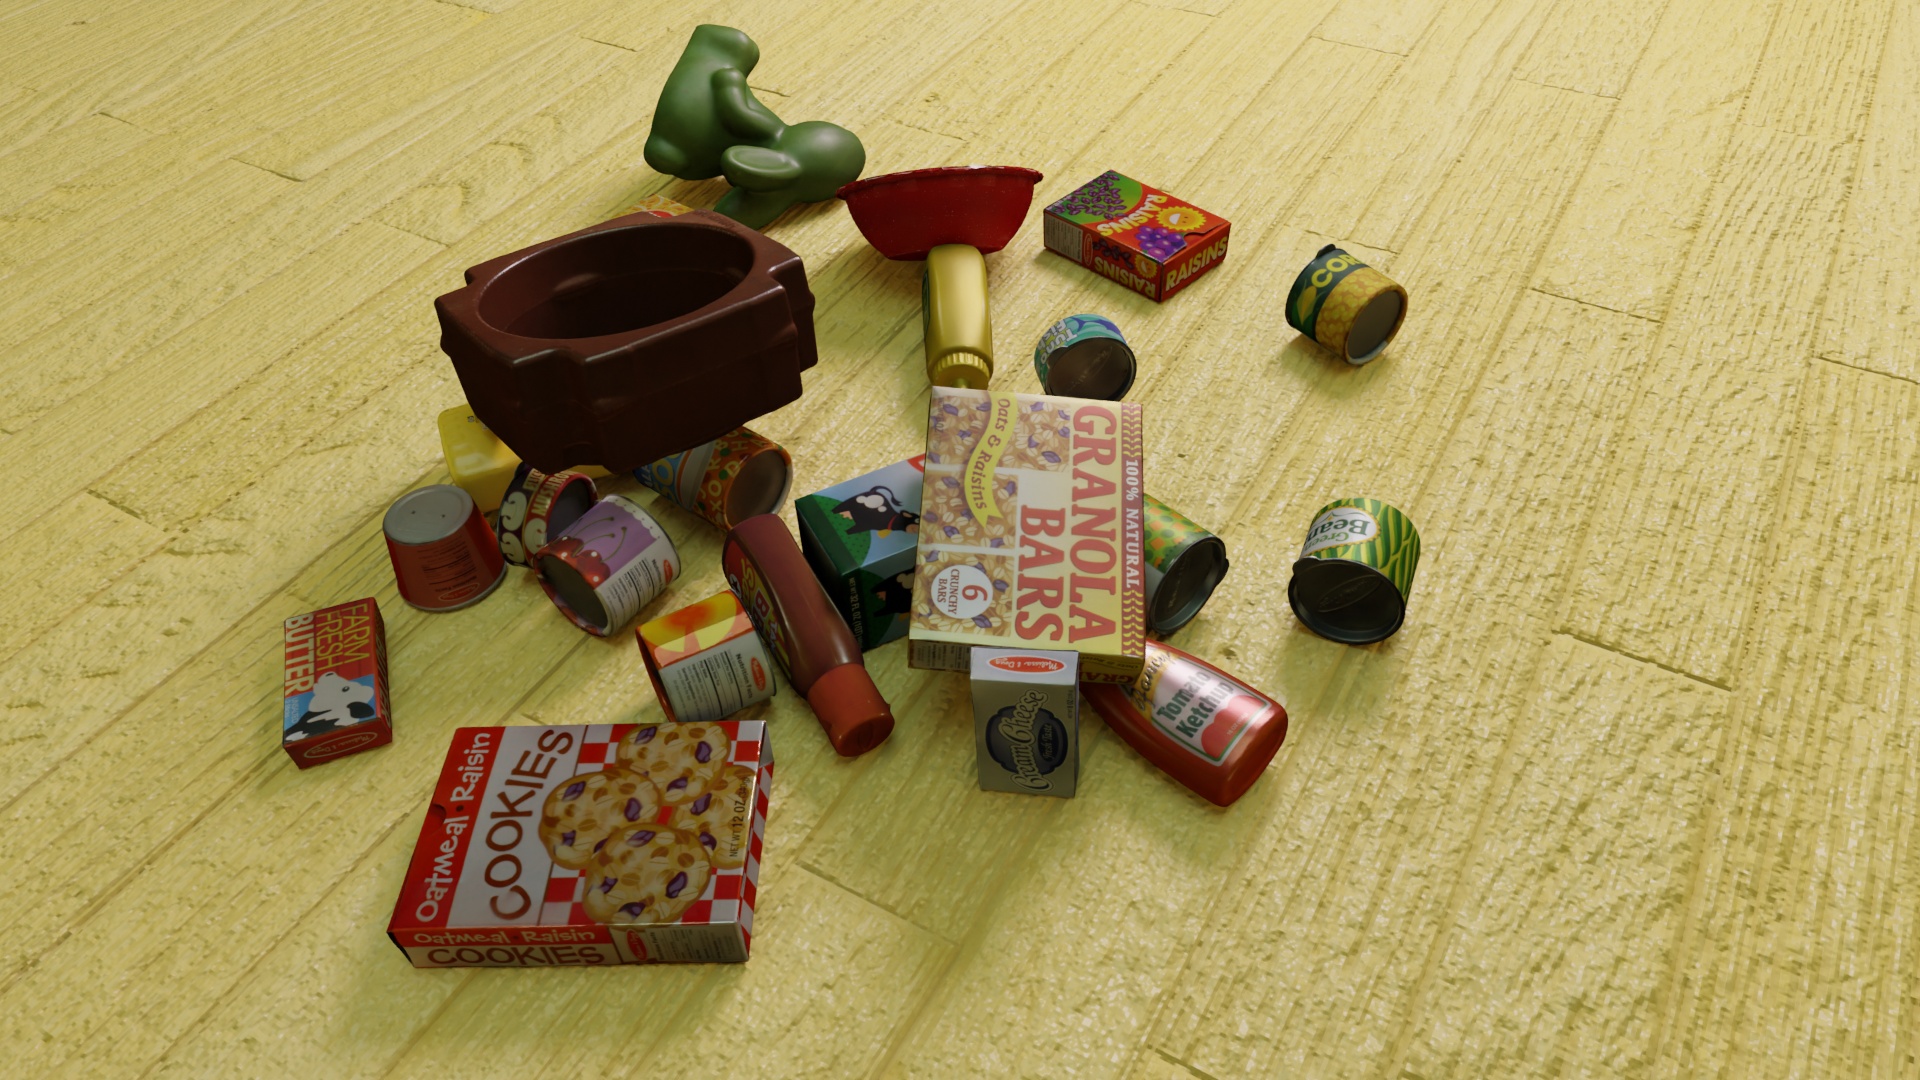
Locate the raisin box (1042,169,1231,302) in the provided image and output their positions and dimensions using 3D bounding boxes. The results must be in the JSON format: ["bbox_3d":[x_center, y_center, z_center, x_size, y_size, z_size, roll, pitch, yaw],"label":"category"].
[{"bbox_3d":[0.139,-0.245,1.106,0.123,0.039,0.086,34,54,31],"label":"raisin box"}]

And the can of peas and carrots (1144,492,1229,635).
[{"bbox_3d":[0.115,0.012,0.820,0.071,0.070,0.059,-33,51,-28],"label":"can of peas and carrots"}]

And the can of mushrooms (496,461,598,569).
[{"bbox_3d":[-0.256,-0.015,0.862,0.033,0.070,0.071,13,46,13],"label":"can of mushrooms"}]

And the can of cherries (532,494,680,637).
[{"bbox_3d":[-0.214,0.014,0.833,0.071,0.071,0.059,25,52,26],"label":"can of cherries"}]

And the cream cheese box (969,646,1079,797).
[{"bbox_3d":[0.034,0.093,0.711,0.053,0.103,0.024,3,48,8],"label":"cream cheese box"}]

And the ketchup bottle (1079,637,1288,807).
[{"bbox_3d":[0.101,0.082,0.762,0.149,0.043,0.065,31,59,31],"label":"ketchup bottle"}]

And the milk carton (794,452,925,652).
[{"bbox_3d":[0.003,-0.011,0.843,0.191,0.072,0.074,-21,47,-18],"label":"milk carton"}]

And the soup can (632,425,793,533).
[{"bbox_3d":[-0.161,-0.048,0.892,0.084,0.071,0.072,28,51,28],"label":"soup can"}]

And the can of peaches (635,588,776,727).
[{"bbox_3d":[-0.143,0.067,0.775,0.058,0.071,0.071,-23,47,-19],"label":"can of peaches"}]

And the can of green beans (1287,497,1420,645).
[{"bbox_3d":[0.229,0.017,0.807,0.071,0.071,0.058,15,46,18],"label":"can of green beans"}]

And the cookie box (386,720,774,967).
[{"bbox_3d":[-0.186,0.151,0.706,0.167,0.040,0.123,-1,44,2],"label":"cookie box"}]

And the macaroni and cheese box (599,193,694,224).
[{"bbox_3d":[-0.253,-0.201,1.079,0.124,0.040,0.167,26,50,27],"label":"macaroni and cheese box"}]

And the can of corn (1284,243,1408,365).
[{"bbox_3d":[0.278,-0.169,0.997,0.071,0.070,0.058,-27,49,-23],"label":"can of corn"}]

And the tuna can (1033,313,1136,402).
[{"bbox_3d":[0.084,-0.122,0.959,0.071,0.070,0.033,-11,43,-8],"label":"tuna can"}]

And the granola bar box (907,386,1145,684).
[{"bbox_3d":[0.038,-0.005,0.767,0.124,0.038,0.166,5,58,-1],"label":"granola bar box"}]

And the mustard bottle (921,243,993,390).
[{"bbox_3d":[-0.002,-0.145,0.993,0.049,0.065,0.161,0,47,-4],"label":"mustard bottle"}]

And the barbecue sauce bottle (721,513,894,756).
[{"bbox_3d":[-0.087,0.055,0.790,0.044,0.064,0.149,-20,55,-23],"label":"barbecue sauce bottle"}]

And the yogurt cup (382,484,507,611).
[{"bbox_3d":[-0.321,0.002,0.860,0.072,0.053,0.073,-2,44,2],"label":"yogurt cup"}]

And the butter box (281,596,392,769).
[{"bbox_3d":[-0.360,0.080,0.802,0.053,0.024,0.104,-15,45,-12],"label":"butter box"}]
